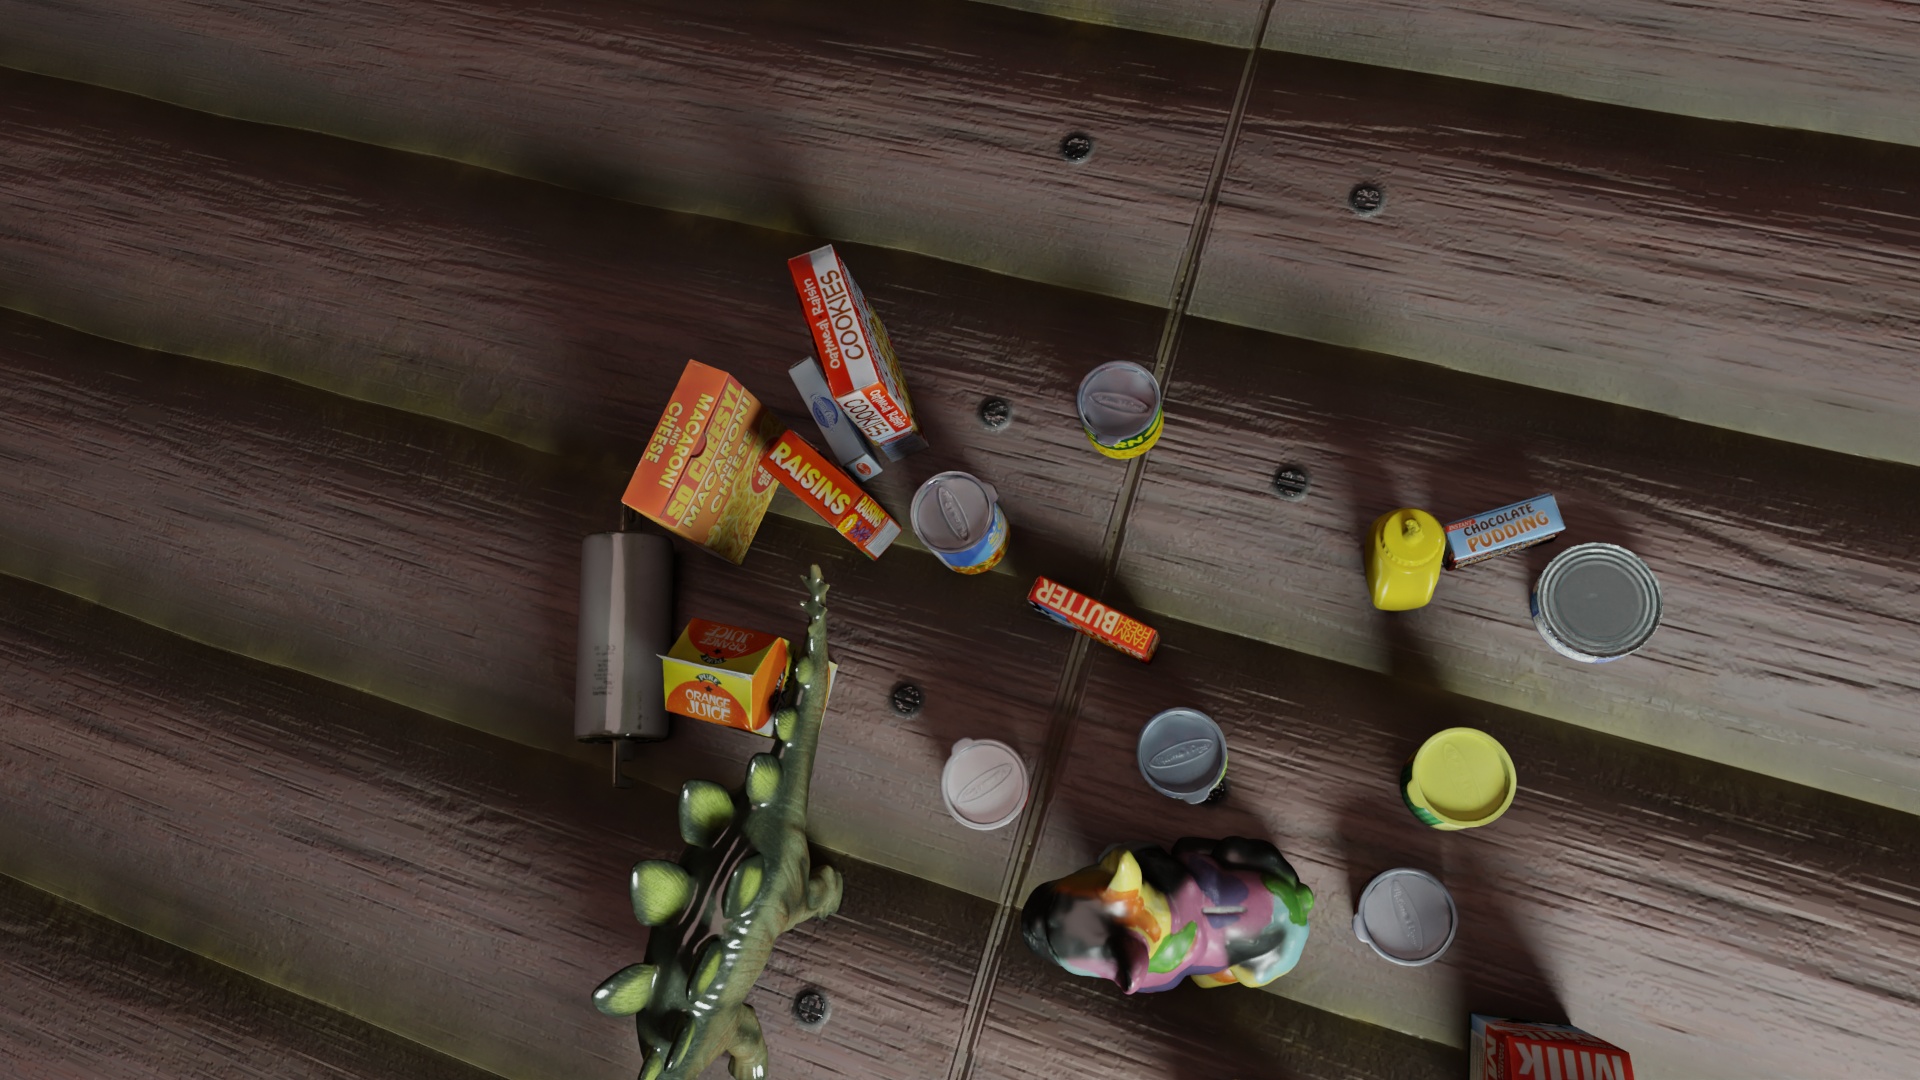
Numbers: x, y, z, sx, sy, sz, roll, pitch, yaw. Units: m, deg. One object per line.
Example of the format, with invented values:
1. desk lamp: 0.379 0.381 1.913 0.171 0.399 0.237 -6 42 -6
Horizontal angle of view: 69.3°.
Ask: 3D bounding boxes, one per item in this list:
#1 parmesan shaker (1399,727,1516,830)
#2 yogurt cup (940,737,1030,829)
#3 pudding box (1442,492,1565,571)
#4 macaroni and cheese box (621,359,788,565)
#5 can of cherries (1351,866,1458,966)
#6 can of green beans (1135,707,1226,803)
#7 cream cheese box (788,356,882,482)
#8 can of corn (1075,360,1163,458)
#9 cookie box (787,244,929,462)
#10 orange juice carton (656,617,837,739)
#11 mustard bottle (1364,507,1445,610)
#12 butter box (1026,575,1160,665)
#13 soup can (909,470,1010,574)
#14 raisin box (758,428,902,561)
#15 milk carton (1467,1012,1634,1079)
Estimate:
1. parmesan shaker: 0.345 0.171 0.979 0.071 0.103 0.071 -3 76 11
2. yogurt cup: 0.023 0.188 1.068 0.072 0.054 0.072 -3 76 11
3. pudding box: 0.403 -0.006 1.039 0.084 0.049 0.030 -17 74 7
4. macaroni and cheese box: -0.195 -0.058 1.115 0.040 0.166 0.124 22 82 16
5. can of cherries: 0.312 0.266 0.986 0.071 0.058 0.071 -3 76 11
6. can of green beans: 0.167 0.161 1.042 0.071 0.057 0.071 -3 76 11
7. cream cheese box: -0.105 -0.101 1.166 0.024 0.053 0.104 -31 72 3
8. can of corn: 0.128 -0.102 1.116 0.071 0.058 0.071 -3 76 11
9. cookie box: -0.080 -0.145 1.112 0.040 0.167 0.123 -22 73 6
10. orange juice carton: -0.161 0.108 1.053 0.072 0.192 0.073 12 80 14
11. mustard bottle: 0.319 0.009 0.995 0.049 0.160 0.065 -6 76 11
12. butter box: 0.105 0.062 1.082 0.103 0.053 0.024 25 83 16
13. soup can: 0.004 -0.014 1.106 0.071 0.083 0.071 -3 76 11
14. raisin box: -0.101 -0.035 1.112 0.086 0.123 0.040 40 88 18
15. milk carton: 0.374 0.350 0.883 0.072 0.190 0.073 3 78 13
